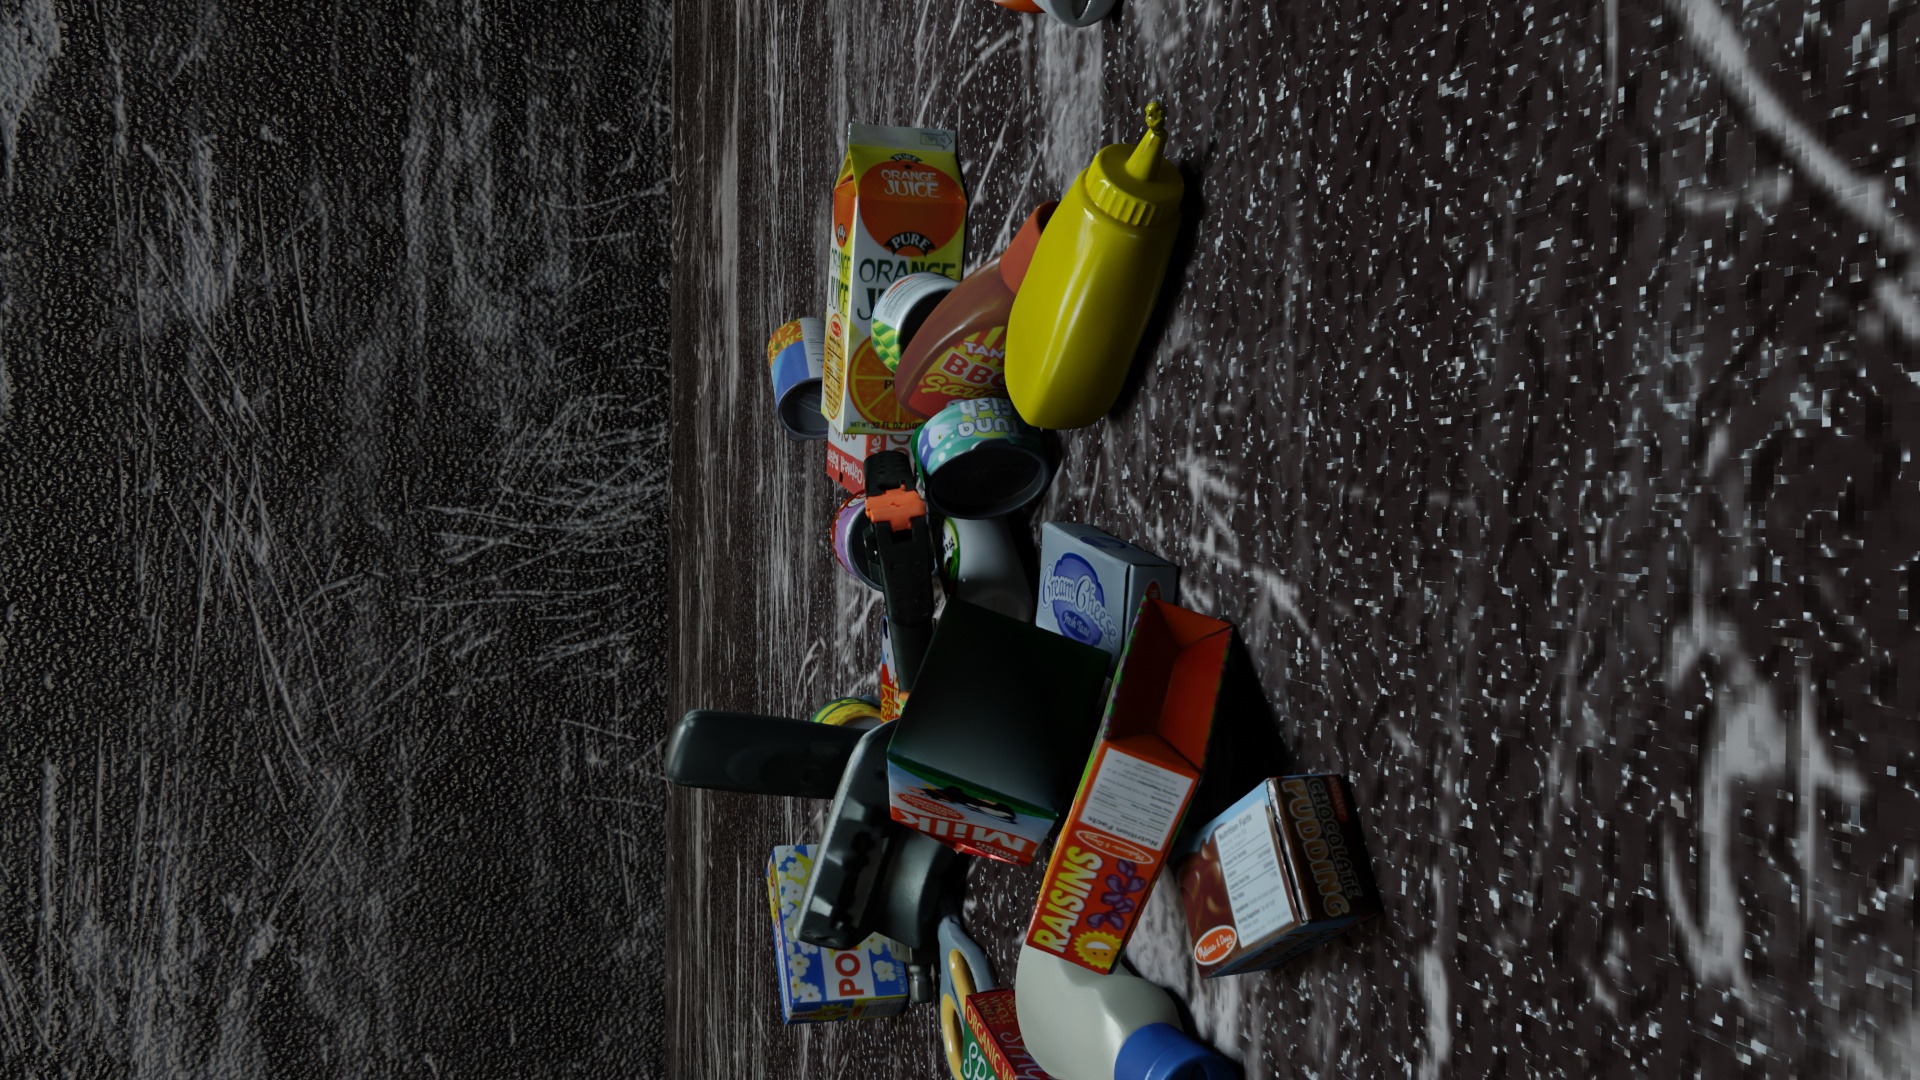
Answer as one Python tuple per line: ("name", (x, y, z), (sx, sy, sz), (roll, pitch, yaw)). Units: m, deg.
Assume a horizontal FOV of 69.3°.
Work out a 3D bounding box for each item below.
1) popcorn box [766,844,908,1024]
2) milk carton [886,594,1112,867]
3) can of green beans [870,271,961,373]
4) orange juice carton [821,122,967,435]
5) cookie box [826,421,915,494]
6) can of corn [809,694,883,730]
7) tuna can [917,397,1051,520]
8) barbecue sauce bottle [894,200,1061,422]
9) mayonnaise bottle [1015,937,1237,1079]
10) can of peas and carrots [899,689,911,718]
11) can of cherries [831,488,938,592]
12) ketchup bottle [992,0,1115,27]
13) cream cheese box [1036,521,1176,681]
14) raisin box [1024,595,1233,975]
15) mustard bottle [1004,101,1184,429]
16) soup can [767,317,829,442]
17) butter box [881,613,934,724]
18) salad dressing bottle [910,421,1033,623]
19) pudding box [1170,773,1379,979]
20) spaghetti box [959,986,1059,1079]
("popcorn box", (-0.092, 0.285, 1.014), (0.038, 0.085, 0.127), (109, 155, -44))
("milk carton", (0.013, 0.096, 0.631), (0.190, 0.073, 0.072), (96, -165, -70))
("can of green beans", (-0.013, -0.120, 0.802), (0.058, 0.071, 0.071), (-138, 50, -66))
("orange juice carton", (-0.044, -0.167, 0.892), (0.073, 0.072, 0.192), (-136, 48, -66))
("cookie box", (-0.064, -0.119, 1.010), (0.123, 0.040, 0.167), (-147, 58, -69))
("can of corn", (-0.073, 0.147, 0.997), (0.058, 0.071, 0.071), (-174, 84, -72))
("tuna can", (0.012, -0.043, 0.719), (0.070, 0.071, 0.033), (114, 151, -52))
("barbecue sauce bottle", (0.020, -0.113, 0.709), (0.147, 0.065, 0.044), (132, 145, -52))
("mayonnaise bottle", (0.066, 0.211, 0.587), (0.148, 0.041, 0.064), (177, 92, -72))
("can of peas and carrots", (-0.002, 0.111, 0.756), (0.071, 0.071, 0.058), (167, 103, -72))
("can of cherries", (-0.048, -0.004, 0.913), (0.058, 0.071, 0.071), (-160, 71, -73))
("ketchup bottle", (0.036, -0.290, 0.686), (0.149, 0.043, 0.064), (-114, 29, -53))
("cream cheese box", (0.063, 0.026, 0.625), (0.104, 0.024, 0.053), (-147, 59, -70))
("raisin box", (0.065, 0.096, 0.539), (0.086, 0.040, 0.122), (-65, -8, -51))
("mustard bottle", (0.061, -0.117, 0.595), (0.159, 0.049, 0.065), (113, 152, -49))
("soup can", (-0.126, -0.134, 1.161), (0.084, 0.071, 0.071), (-106, 24, -43))
("butter box", (-0.036, 0.102, 0.943), (0.053, 0.024, 0.103), (-175, 86, -72))
("salad dressing bottle", (0.003, -0.010, 0.786), (0.064, 0.044, 0.148), (96, 164, -44))
("pudding box", (0.105, 0.117, 0.479), (0.083, 0.030, 0.050), (118, 146, -57))
("spaghetti box", (0.050, 0.295, 0.657), (0.250, 0.029, 0.050), (-147, 60, -69))
